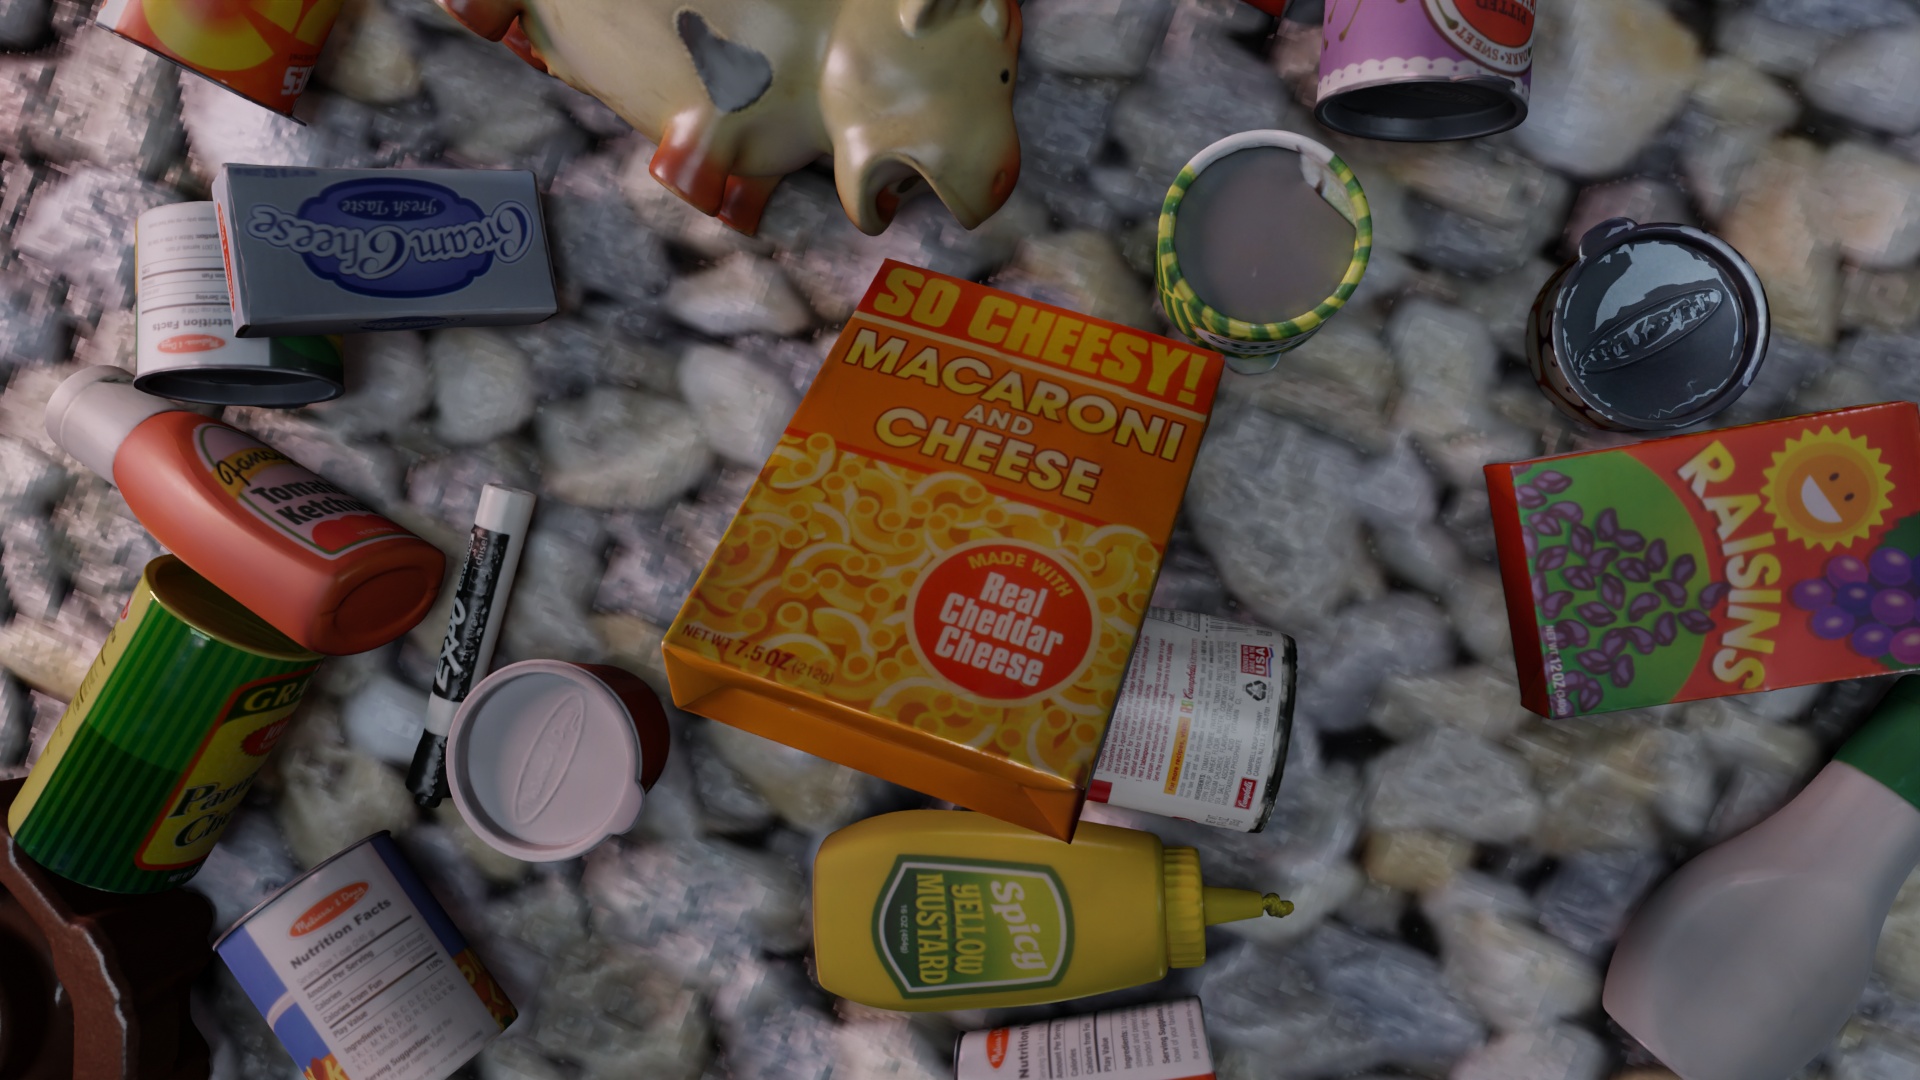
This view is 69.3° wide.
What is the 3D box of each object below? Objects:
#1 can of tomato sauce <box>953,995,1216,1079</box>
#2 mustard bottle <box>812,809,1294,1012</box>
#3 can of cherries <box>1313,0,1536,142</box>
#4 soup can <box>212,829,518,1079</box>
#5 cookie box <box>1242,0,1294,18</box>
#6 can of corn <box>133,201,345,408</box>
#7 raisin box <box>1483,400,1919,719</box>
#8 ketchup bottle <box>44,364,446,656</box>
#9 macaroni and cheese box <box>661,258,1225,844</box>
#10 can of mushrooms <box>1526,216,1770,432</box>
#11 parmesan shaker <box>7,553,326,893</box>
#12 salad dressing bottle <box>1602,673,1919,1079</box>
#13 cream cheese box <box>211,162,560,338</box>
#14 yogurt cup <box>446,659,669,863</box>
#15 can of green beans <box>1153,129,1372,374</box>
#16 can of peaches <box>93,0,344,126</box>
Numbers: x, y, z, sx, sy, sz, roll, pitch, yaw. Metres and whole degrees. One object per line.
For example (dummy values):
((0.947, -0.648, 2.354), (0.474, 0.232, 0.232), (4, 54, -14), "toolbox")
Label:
((0.046, 0.193, 0.461), (0.083, 0.071, 0.071), (-11, 89, 6), "can of tomato sauce")
((0.032, 0.123, 0.470), (0.160, 0.049, 0.065), (-3, 92, 7), "mustard bottle")
((0.151, -0.165, 0.443), (0.071, 0.071, 0.058), (5, 91, 6), "can of cherries")
((-0.208, 0.156, 0.491), (0.071, 0.071, 0.084), (-37, 87, 6), "soup can")
((0.042, -0.234, 0.429), (0.167, 0.123, 0.040), (28, 95, 6), "cookie box")
((-0.254, -0.081, 0.493), (0.071, 0.071, 0.058), (-4, 85, 7), "can of corn")
((0.243, 0.007, 0.450), (0.123, 0.040, 0.086), (-9, 89, 8), "raisin box")
((-0.261, -0.013, 0.498), (0.149, 0.065, 0.043), (30, 105, 14), "ketchup bottle")
((0.002, -0.005, 0.431), (0.124, 0.040, 0.167), (18, 55, 9), "macaroni and cheese box")
((0.222, -0.070, 0.455), (0.071, 0.033, 0.071), (0, 91, 7), "can of mushrooms")
((-0.280, 0.065, 0.497), (0.071, 0.071, 0.103), (33, 97, 5), "parmesan shaker")
((0.273, 0.110, 0.446), (0.064, 0.044, 0.147), (40, 93, 6), "salad dressing bottle")
((-0.195, -0.100, 0.476), (0.104, 0.024, 0.053), (-9, 88, -35), "cream cheese box")
((-0.136, 0.073, 0.486), (0.072, 0.054, 0.072), (0, 91, 7), "yogurt cup")
((0.097, -0.095, 0.456), (0.071, 0.058, 0.071), (0, 91, 7), "can of green beans")
((-0.257, -0.190, 0.493), (0.071, 0.071, 0.058), (26, 93, 6), "can of peaches")
